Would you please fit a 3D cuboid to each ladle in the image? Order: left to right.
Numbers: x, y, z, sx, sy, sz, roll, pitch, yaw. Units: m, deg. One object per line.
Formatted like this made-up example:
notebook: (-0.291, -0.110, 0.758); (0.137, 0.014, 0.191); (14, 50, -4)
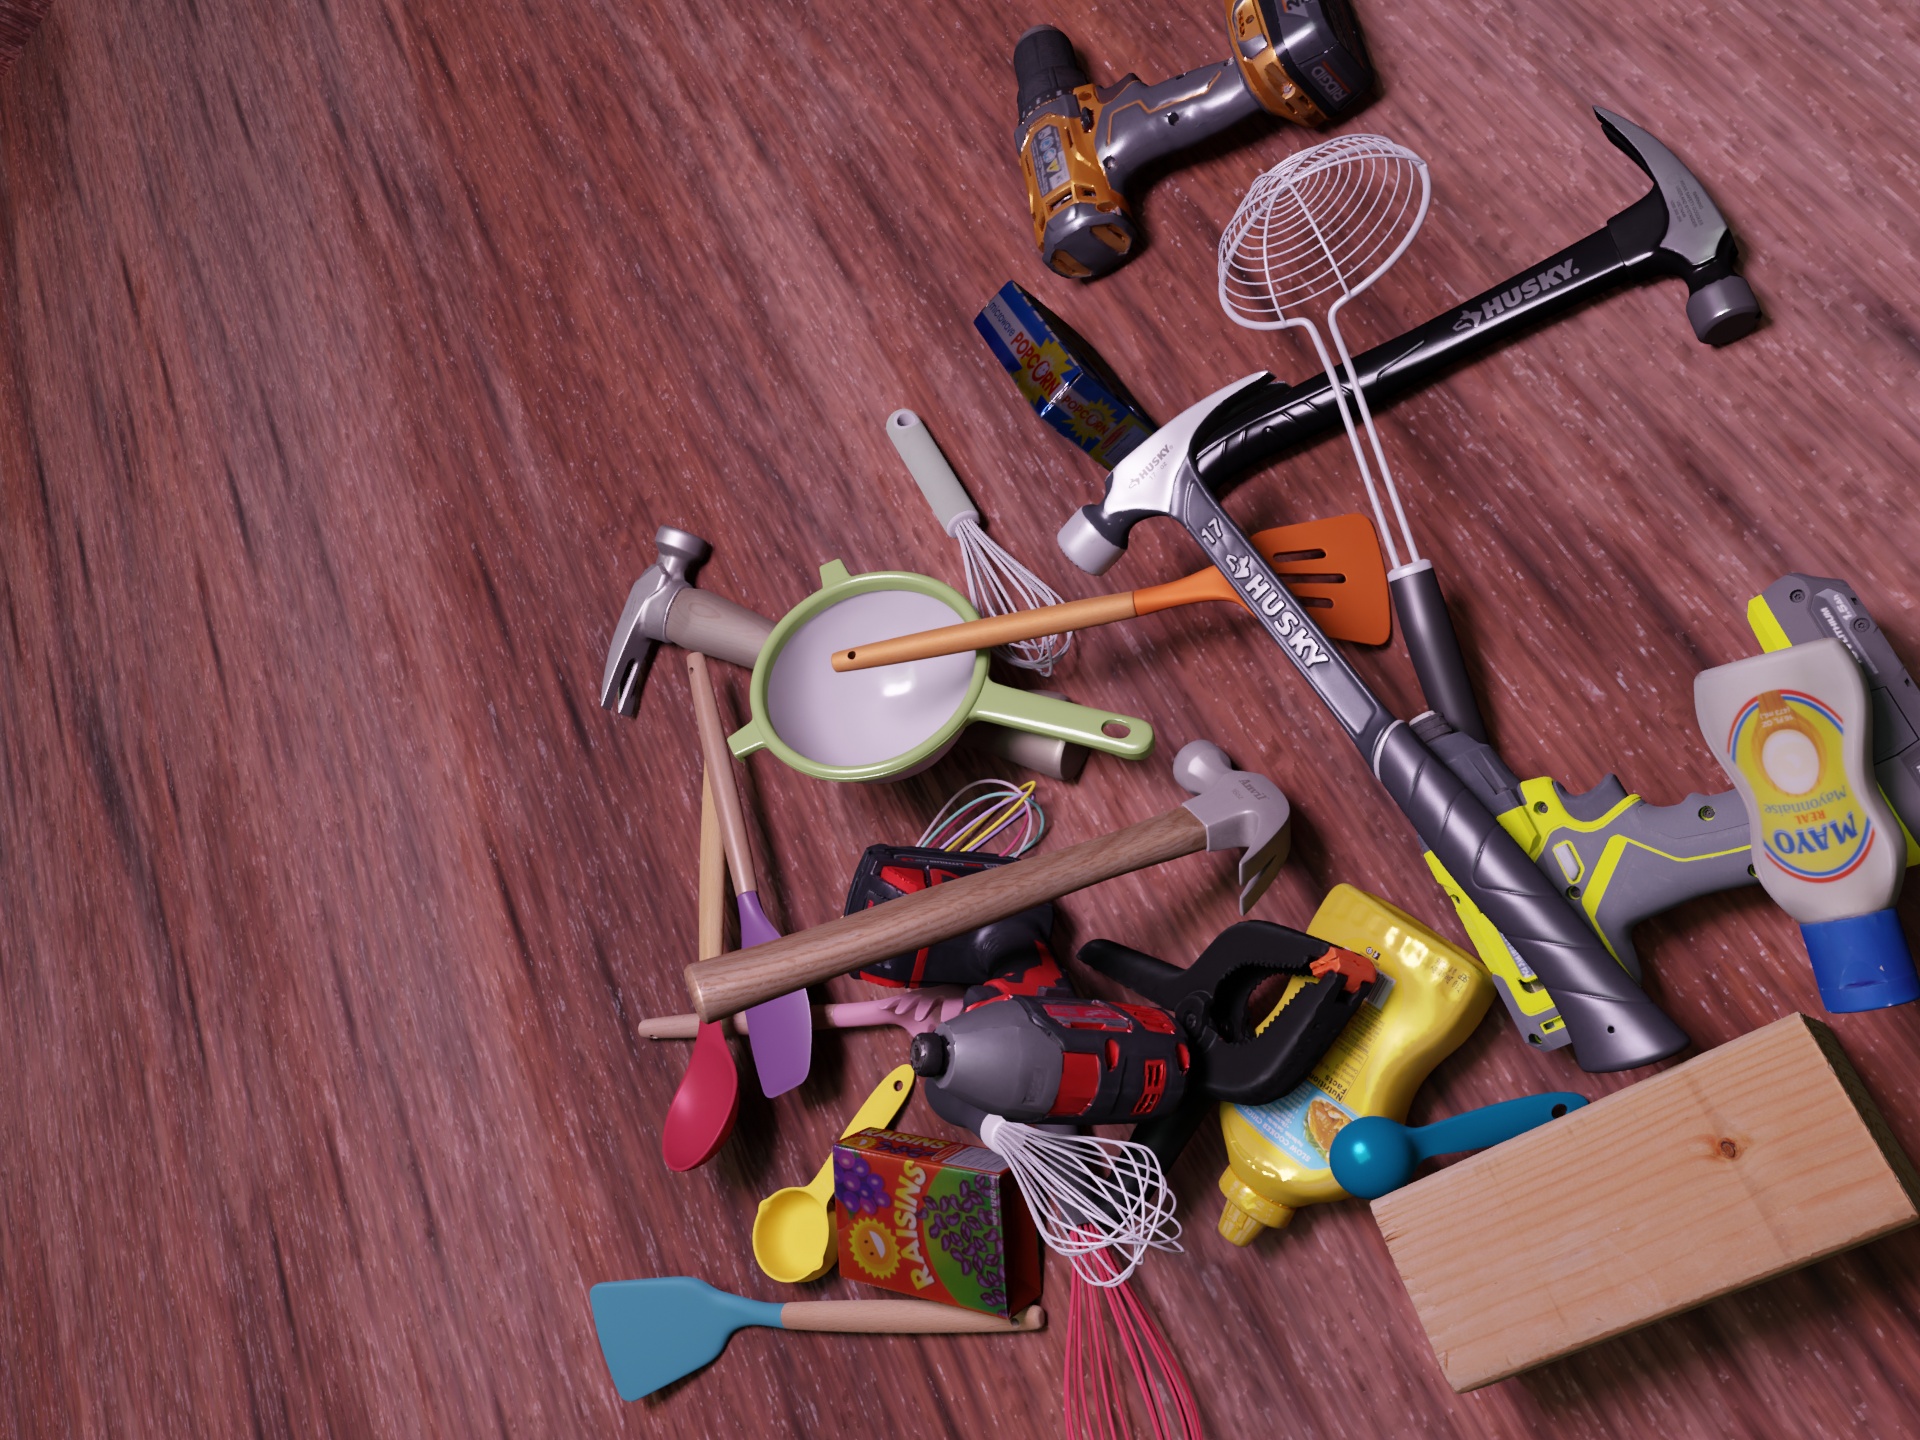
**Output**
ladle: (-0.170, 0.148, 1.077); (0.069, 0.031, 0.316); (-26, 53, 35)

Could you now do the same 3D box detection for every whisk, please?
whisk: (-0.038, 0.111, 1.017); (0.245, 0.051, 0.047); (-39, 34, 26)
whisk: (0.006, -0.122, 1.043); (0.058, 0.059, 0.247); (-21, 56, -11)
whisk: (0.037, 0.231, 0.852); (0.285, 0.070, 0.070); (7, 80, 69)
whisk: (0.072, 0.298, 0.875); (0.073, 0.073, 0.296); (-29, 57, 26)

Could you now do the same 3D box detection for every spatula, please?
spatula: (-0.145, 0.092, 1.059); (0.060, 0.018, 0.316); (-34, 60, 33)
spatula: (-0.091, 0.374, 0.979); (0.317, 0.044, 0.082); (-13, 94, 30)
spatula: (0.080, -0.059, 0.917); (0.322, 0.041, 0.081); (-10, 70, 16)

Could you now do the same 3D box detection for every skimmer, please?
skimmer: (0.233, -0.140, 0.858); (0.127, 0.090, 0.363); (-19, 86, 35)

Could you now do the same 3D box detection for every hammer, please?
hammer: (-0.091, -0.024, 1.085); (0.411, 0.038, 0.146); (19, 88, 36)
hammer: (0.021, 0.091, 0.825); (0.130, 0.331, 0.031); (-133, 30, -59)
hammer: (0.203, -0.004, 0.778); (0.149, 0.036, 0.409); (-47, 59, 23)
hammer: (0.252, -0.209, 0.895); (0.335, 0.035, 0.146); (-24, 66, 28)

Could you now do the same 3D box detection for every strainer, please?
strainer: (-0.002, -0.003, 0.964); (0.256, 0.069, 0.151); (14, 63, 22)

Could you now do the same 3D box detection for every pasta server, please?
pasta server: (-0.101, 0.200, 1.035); (0.316, 0.060, 0.040); (-11, 46, 36)

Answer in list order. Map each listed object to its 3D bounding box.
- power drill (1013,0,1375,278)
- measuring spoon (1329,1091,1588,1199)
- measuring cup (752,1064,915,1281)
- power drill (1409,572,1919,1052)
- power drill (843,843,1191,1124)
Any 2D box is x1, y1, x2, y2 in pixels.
power drill: (0.129, -0.411, 1.009); (0.226, 0.084, 0.185); (-26, 63, 33)
measuring spoon: (0.243, 0.203, 0.767); (0.128, 0.021, 0.042); (-15, 101, 2)
measuring cup: (-0.071, 0.285, 1.006); (0.062, 0.029, 0.156); (34, 86, 35)
power drill: (0.328, 0.033, 0.742); (0.223, 0.080, 0.171); (-32, 71, 27)
power drill: (0.015, 0.144, 0.859); (0.220, 0.143, 0.078); (-140, 60, -62)
